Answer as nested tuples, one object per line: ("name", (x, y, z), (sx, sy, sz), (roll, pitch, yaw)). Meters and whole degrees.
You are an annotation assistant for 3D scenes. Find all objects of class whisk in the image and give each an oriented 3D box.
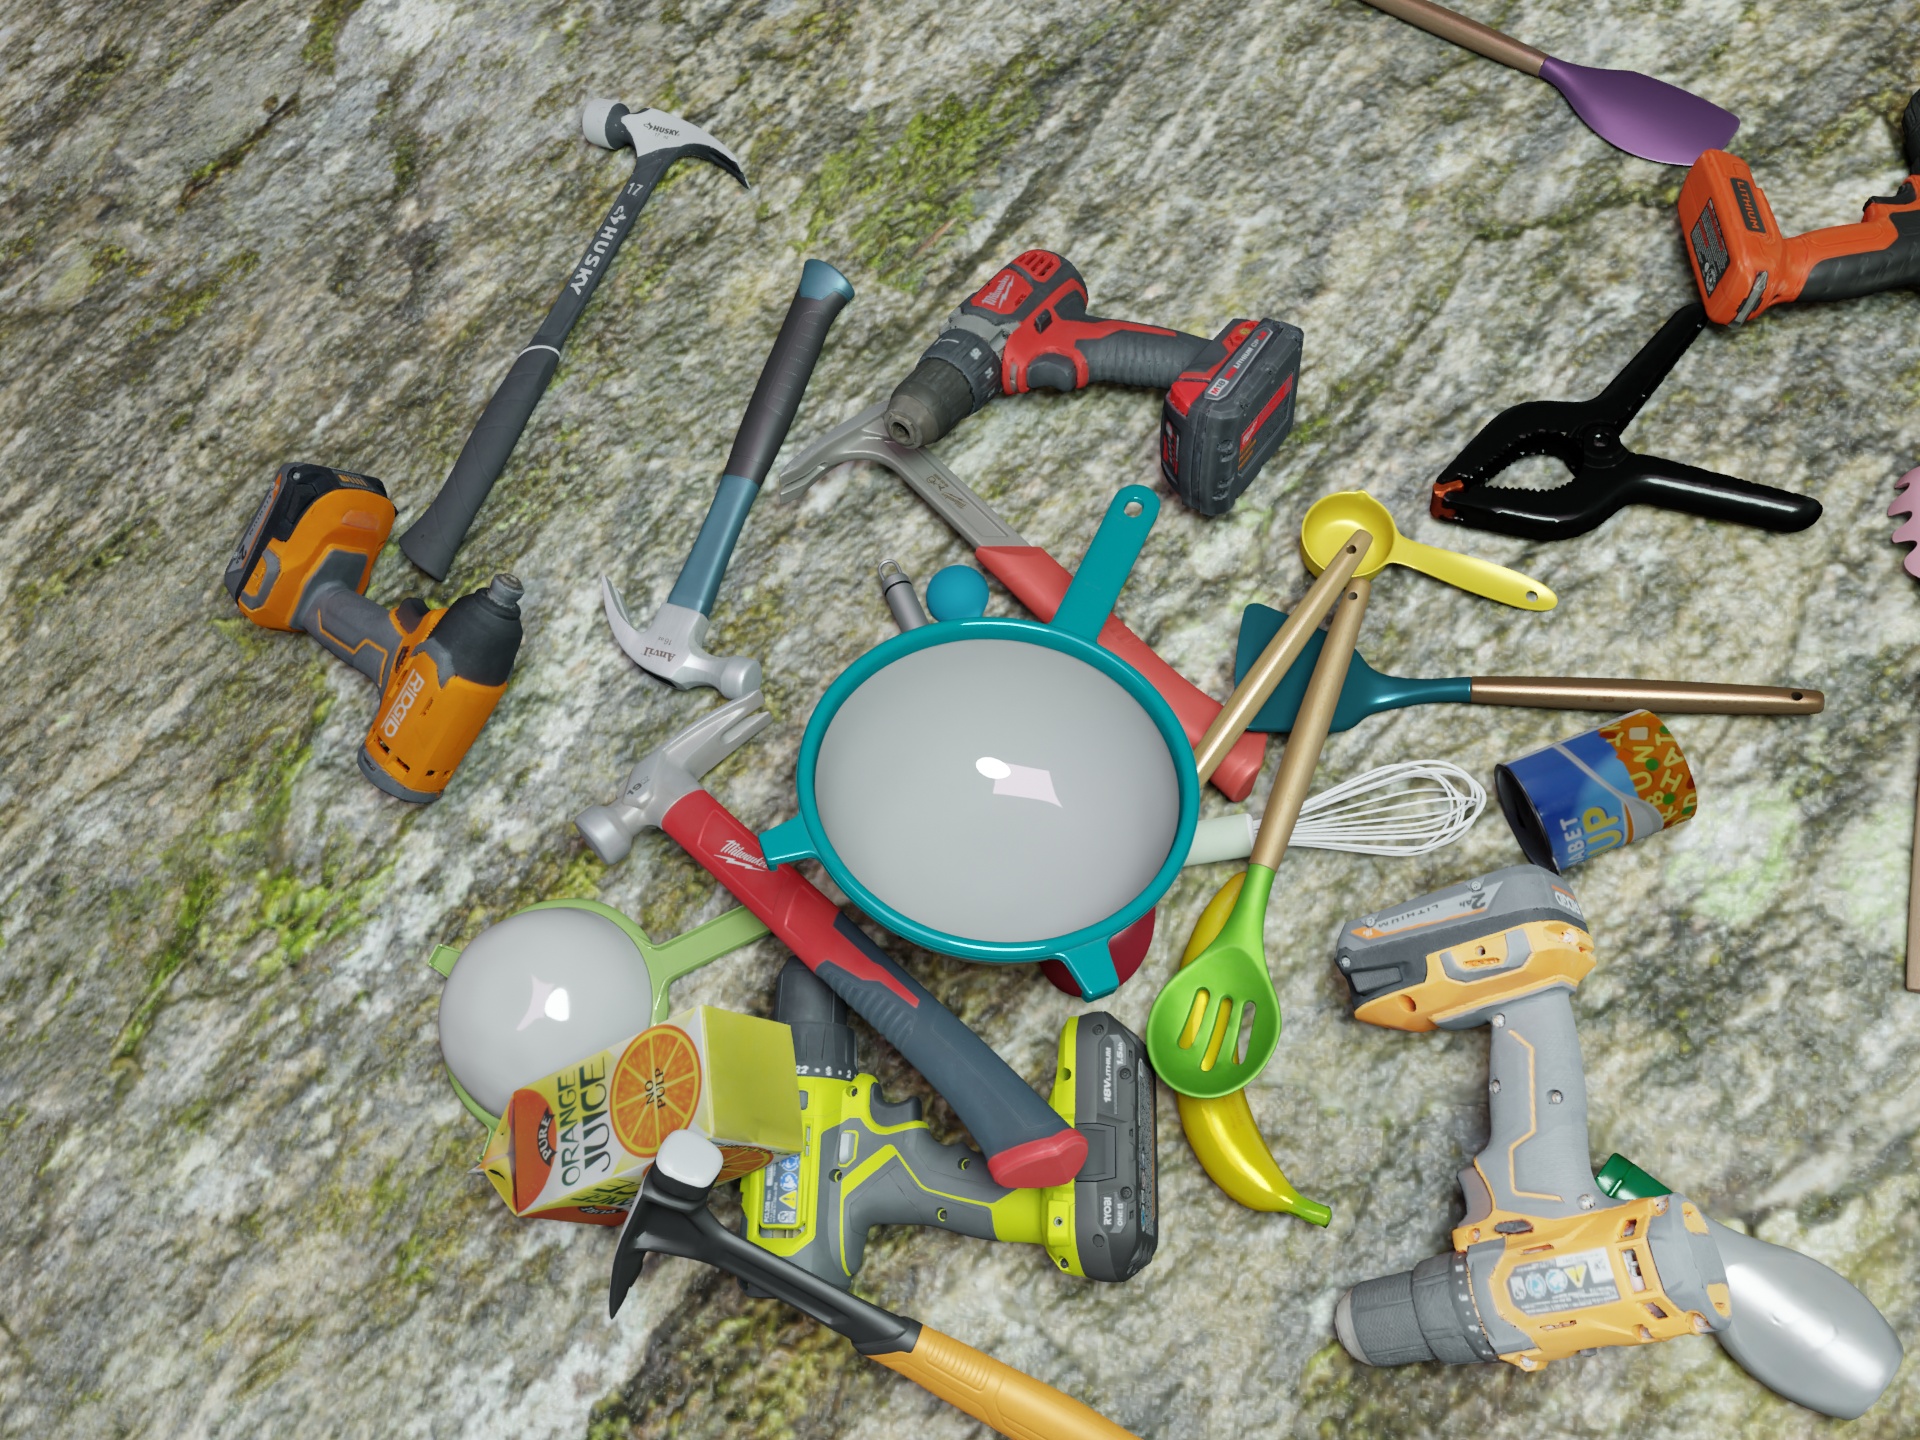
("whisk", (0.175, 0.063, 0.915), (0.246, 0.057, 0.059), (-10, 32, 13))

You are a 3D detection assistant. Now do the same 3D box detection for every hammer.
("hammer", (-0.061, 0.116, 0.892), (0.143, 0.038, 0.387), (-39, 51, -19))
("hammer", (-0.297, -0.283, 1.175), (0.149, 0.036, 0.409), (19, 74, 19))
("hammer", (-0.145, -0.175, 1.094), (0.128, 0.033, 0.331), (14, 72, 18))
("hammer", (0.047, -0.077, 0.991), (0.149, 0.036, 0.359), (-35, 66, -21))
("hammer", (-0.018, 0.327, 0.803), (0.337, 0.127, 0.034), (27, 34, 3))

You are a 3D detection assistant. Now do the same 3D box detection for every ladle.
("ladle", (0.142, 0.020, 0.903), (0.069, 0.031, 0.315), (34, 85, 24))

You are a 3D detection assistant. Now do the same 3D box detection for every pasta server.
("pasta server", (0.532, -0.007, 0.864), (0.060, 0.040, 0.316), (9, 75, 17))

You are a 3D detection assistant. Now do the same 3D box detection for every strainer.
("strainer", (0.042, 0.006, 0.899), (0.211, 0.095, 0.340), (21, 55, 10))
("strainer", (-0.002, -0.003, 0.983), (0.087, 0.050, 0.259), (-26, 60, 3))
("strainer", (-0.210, 0.150, 0.955), (0.256, 0.069, 0.152), (-26, 64, 4))

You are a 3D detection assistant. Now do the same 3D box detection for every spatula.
("spatula", (0.376, -0.456, 1.090), (0.316, 0.018, 0.060), (37, 82, 23))
("spatula", (0.319, -0.020, 0.907), (0.317, 0.044, 0.082), (2, 66, 16))

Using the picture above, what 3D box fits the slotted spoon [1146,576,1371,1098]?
("slotted spoon", (0.177, 0.059, 0.876), (0.070, 0.031, 0.314), (14, 72, 26))

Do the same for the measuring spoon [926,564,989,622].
("measuring spoon", (0.010, -0.048, 1.008), (0.042, 0.021, 0.129), (-22, 63, 4))

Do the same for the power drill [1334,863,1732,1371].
("power drill", (0.257, 0.207, 0.801), (0.185, 0.084, 0.226), (-26, 60, 30))

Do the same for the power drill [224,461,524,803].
("power drill", (-0.382, -0.076, 1.062), (0.227, 0.084, 0.164), (43, 108, 24))

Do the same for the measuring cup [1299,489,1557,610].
("measuring cup", (0.281, -0.092, 0.965), (0.156, 0.029, 0.062), (20, 74, 8))

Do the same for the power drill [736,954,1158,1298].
("power drill", (-0.011, 0.219, 0.876), (0.228, 0.080, 0.191), (-4, 68, 15))

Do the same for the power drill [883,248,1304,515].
("power drill", (0.080, -0.209, 1.004), (0.227, 0.080, 0.188), (25, 55, 23))
